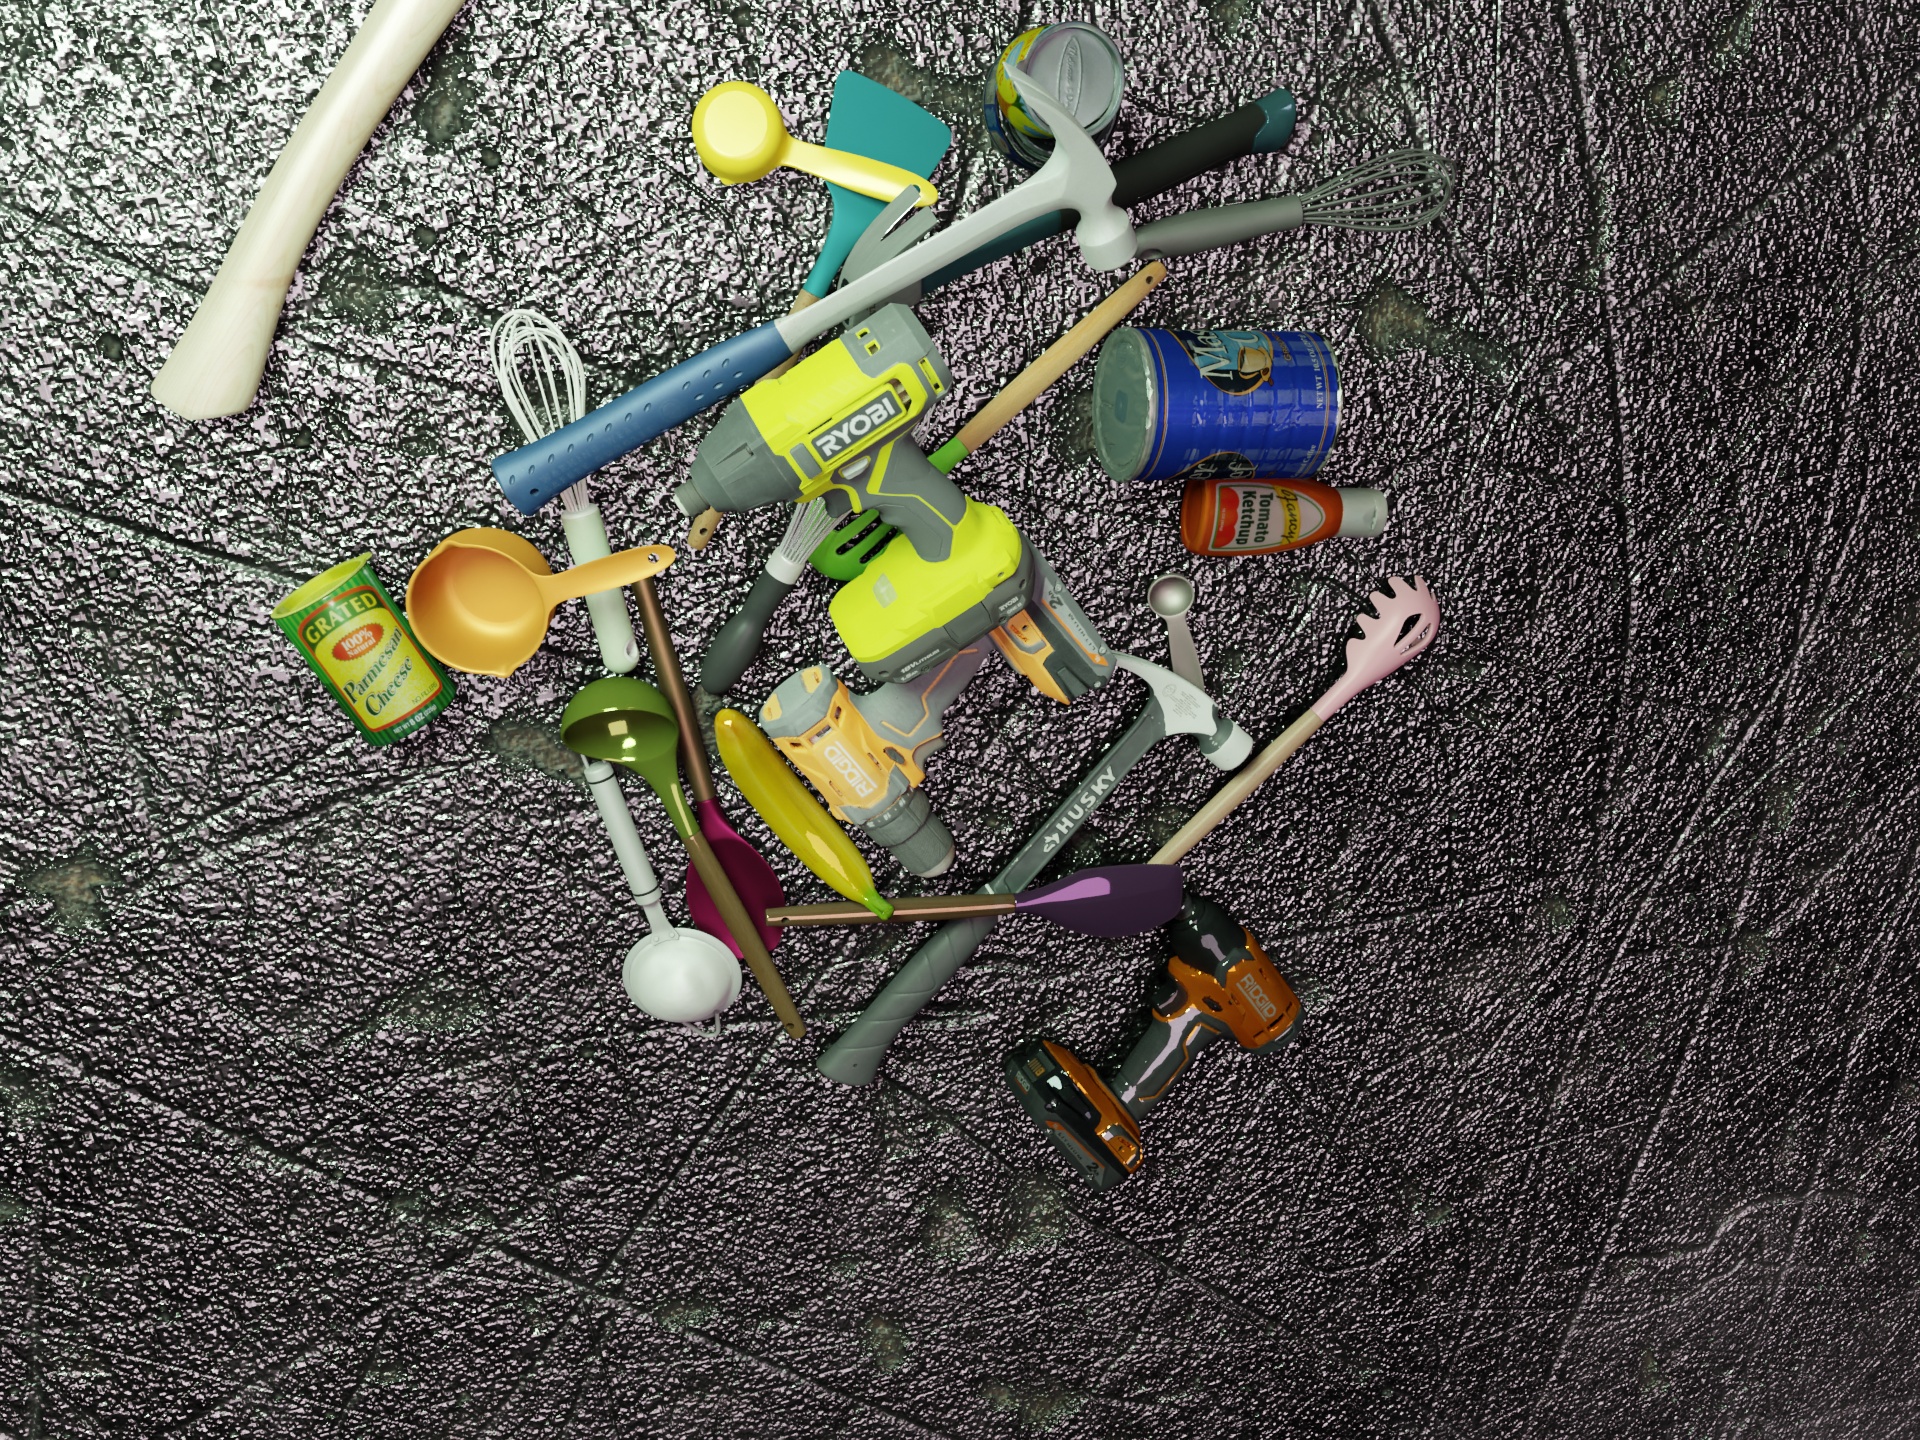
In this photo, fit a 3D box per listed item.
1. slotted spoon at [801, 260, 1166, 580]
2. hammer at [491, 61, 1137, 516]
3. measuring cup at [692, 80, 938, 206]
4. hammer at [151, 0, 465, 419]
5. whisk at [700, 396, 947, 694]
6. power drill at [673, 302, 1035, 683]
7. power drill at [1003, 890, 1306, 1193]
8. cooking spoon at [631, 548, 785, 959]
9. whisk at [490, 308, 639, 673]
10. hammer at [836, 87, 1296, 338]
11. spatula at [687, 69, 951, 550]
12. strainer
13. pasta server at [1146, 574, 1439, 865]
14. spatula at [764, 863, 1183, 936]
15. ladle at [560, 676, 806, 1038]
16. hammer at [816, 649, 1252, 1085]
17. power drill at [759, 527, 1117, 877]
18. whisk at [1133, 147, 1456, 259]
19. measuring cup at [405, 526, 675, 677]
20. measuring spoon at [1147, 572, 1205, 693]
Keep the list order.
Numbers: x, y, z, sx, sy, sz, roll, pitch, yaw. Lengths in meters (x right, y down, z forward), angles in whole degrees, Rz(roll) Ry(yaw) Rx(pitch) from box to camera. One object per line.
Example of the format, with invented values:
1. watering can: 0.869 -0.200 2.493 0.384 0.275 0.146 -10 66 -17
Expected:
1. slotted spoon: 0.019 -0.206 1.082 0.314 0.031 0.070 -41 112 0
2. hammer: -0.097 -0.236 0.937 0.405 0.035 0.143 -27 143 7
3. measuring cup: -0.088 -0.345 0.968 0.156 0.029 0.062 18 93 0
4. hammer: -0.357 -0.357 0.910 0.146 0.038 0.410 32 99 -23
5. whisk: -0.099 -0.127 1.042 0.070 0.070 0.284 25 114 -23
6. power drill: -0.058 -0.126 0.971 0.171 0.080 0.223 -33 140 3
7. power drill: 0.149 0.247 1.261 0.226 0.084 0.164 -40 115 -4
8. cooking spoon: -0.185 0.031 1.113 0.069 0.017 0.318 -13 113 -1
9. whisk: -0.248 -0.142 1.021 0.059 0.058 0.246 0 118 20
10. hammer: 0.071 -0.329 1.023 0.331 0.033 0.128 -27 159 -12
11. spatula: -0.106 -0.254 1.031 0.082 0.044 0.317 22 107 -22
12. strainer: -0.222 0.131 1.130 0.087 0.050 0.258 -15 110 5
13. pasta server: 0.254 0.012 1.234 0.316 0.040 0.060 -45 115 7
14. spatula: 0.014 0.139 1.175 0.316 0.018 0.059 -1 108 -12
15. ladle: -0.180 0.106 1.106 0.078 0.062 0.320 -16 116 16
16. hammer: 0.034 0.121 1.201 0.149 0.036 0.409 40 96 -21
17. power drill: -0.002 -0.004 1.124 0.226 0.084 0.185 -37 118 3
18. whisk: 0.226 -0.346 1.084 0.239 0.055 0.055 -13 113 -6
19. measuring cup: -0.261 -0.090 1.010 0.173 0.052 0.095 -16 115 4
20. measuring spoon: 0.165 -0.057 1.189 0.034 0.018 0.124 -14 121 6
